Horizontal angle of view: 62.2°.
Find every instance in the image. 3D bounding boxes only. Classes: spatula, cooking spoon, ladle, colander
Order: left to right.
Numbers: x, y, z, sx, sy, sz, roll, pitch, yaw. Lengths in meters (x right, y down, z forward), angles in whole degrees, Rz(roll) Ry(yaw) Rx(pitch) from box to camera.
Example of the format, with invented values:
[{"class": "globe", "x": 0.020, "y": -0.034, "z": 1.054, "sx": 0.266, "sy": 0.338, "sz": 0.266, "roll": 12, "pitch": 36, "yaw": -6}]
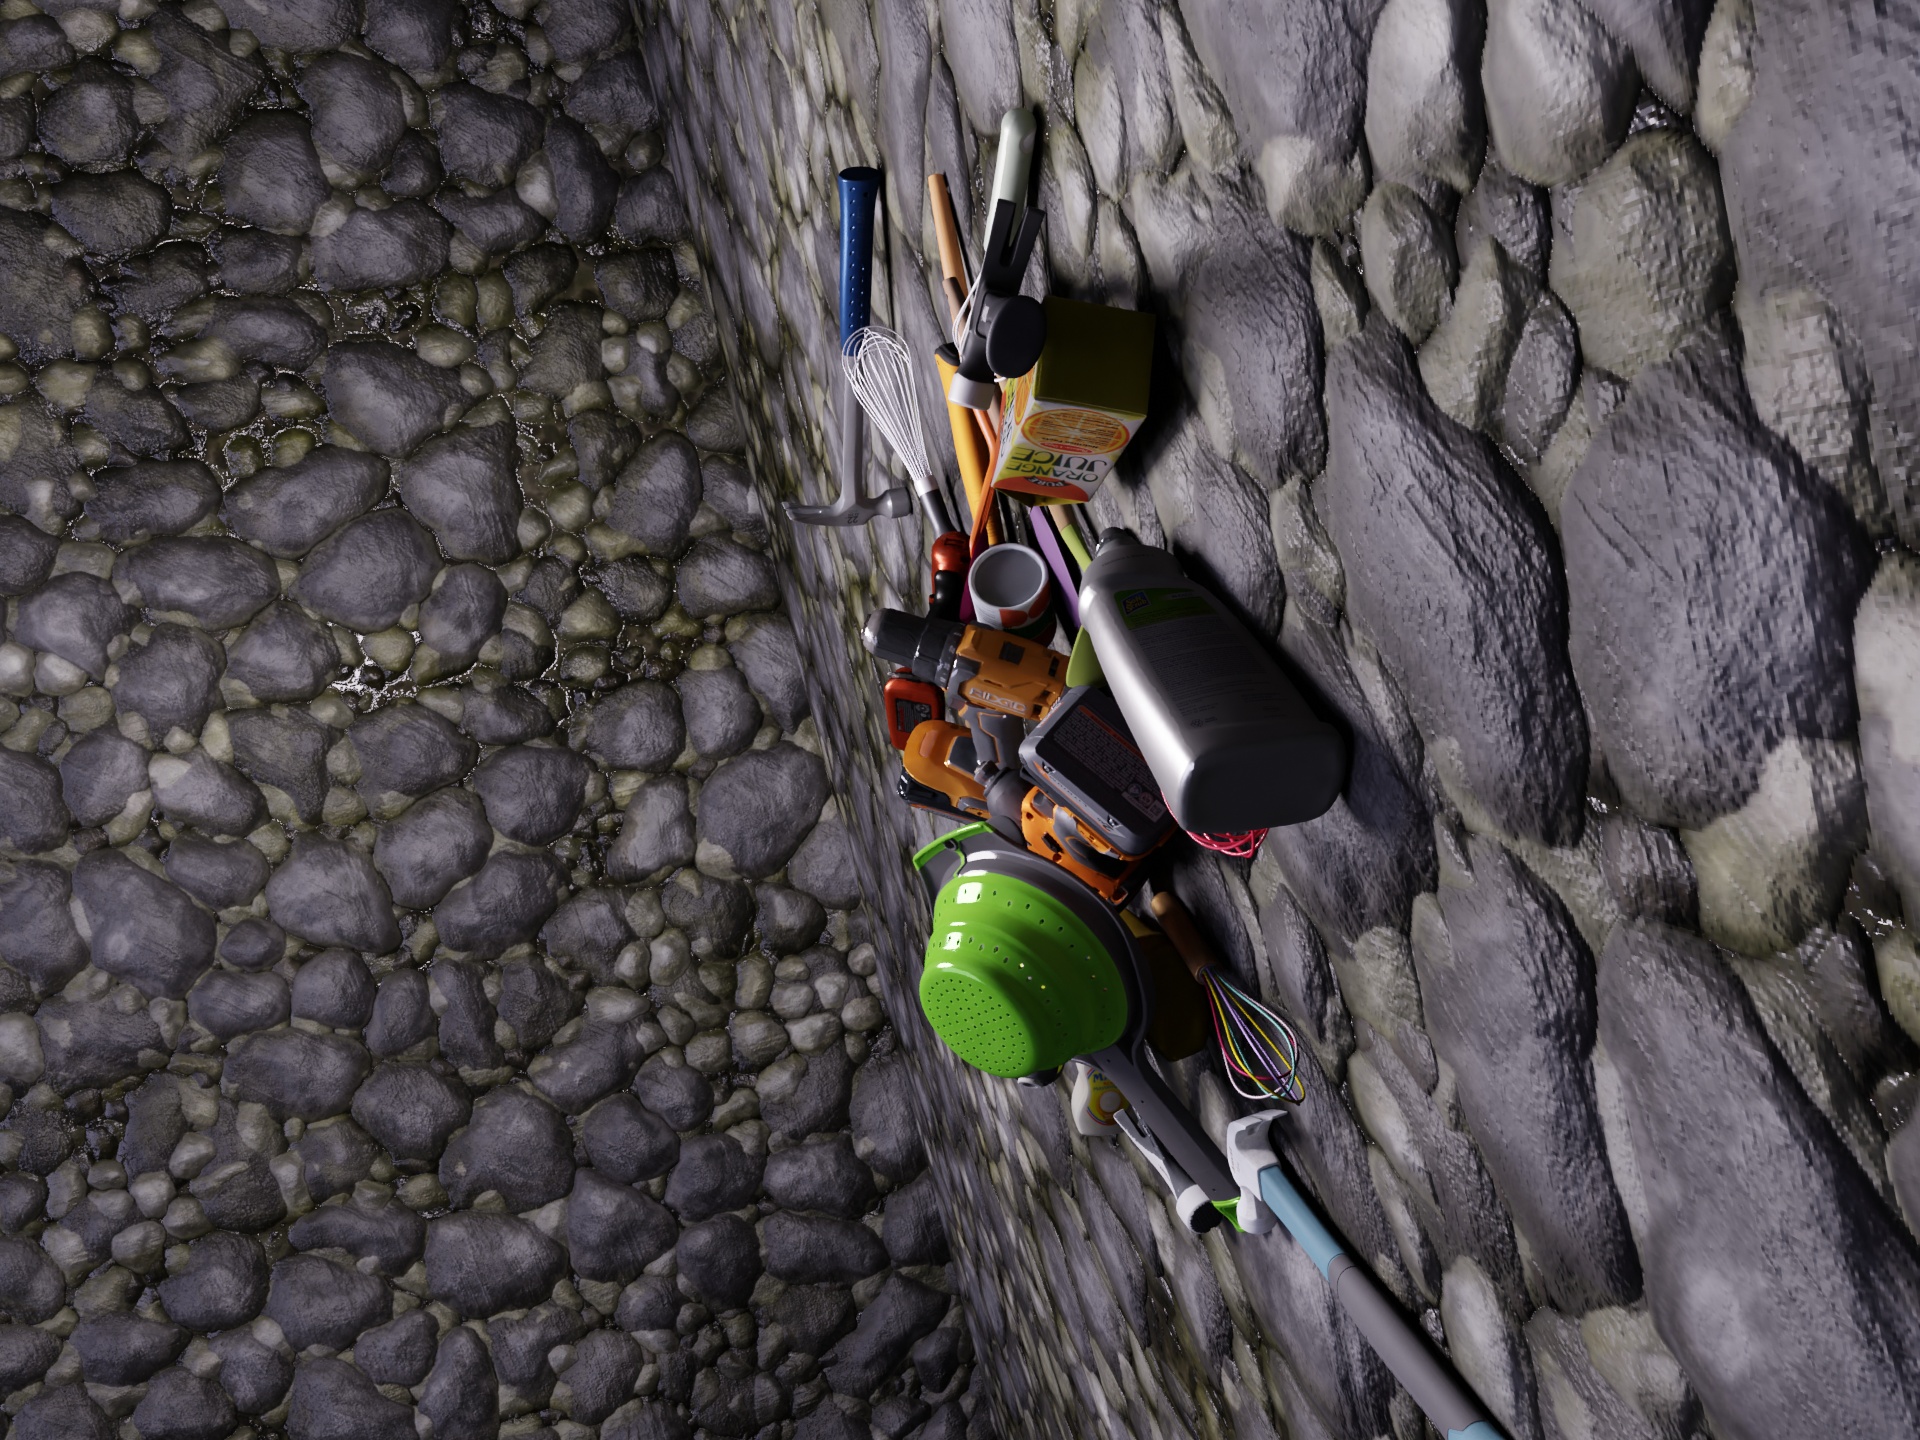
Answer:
[{"class": "spatula", "x": 0.000, "y": -0.298, "z": 1.342, "sx": 0.081, "sy": 0.041, "sz": 0.322, "roll": -32, "pitch": -69, "yaw": -84}, {"class": "cooking spoon", "x": 0.014, "y": -0.071, "z": 1.449, "sx": 0.318, "sy": 0.017, "sz": 0.069, "roll": 92, "pitch": -164, "yaw": -62}, {"class": "spatula", "x": 0.045, "y": -0.217, "z": 1.300, "sx": 0.059, "sy": 0.018, "sz": 0.316, "roll": 122, "pitch": 128, "yaw": -81}, {"class": "ladle", "x": 0.064, "y": -0.164, "z": 1.218, "sx": 0.078, "sy": 0.062, "sz": 0.320, "roll": 91, "pitch": 162, "yaw": -60}, {"class": "colander", "x": 0.088, "y": 0.263, "z": 1.205, "sx": 0.397, "sy": 0.094, "sz": 0.204, "roll": 51, "pitch": 141, "yaw": -6}]

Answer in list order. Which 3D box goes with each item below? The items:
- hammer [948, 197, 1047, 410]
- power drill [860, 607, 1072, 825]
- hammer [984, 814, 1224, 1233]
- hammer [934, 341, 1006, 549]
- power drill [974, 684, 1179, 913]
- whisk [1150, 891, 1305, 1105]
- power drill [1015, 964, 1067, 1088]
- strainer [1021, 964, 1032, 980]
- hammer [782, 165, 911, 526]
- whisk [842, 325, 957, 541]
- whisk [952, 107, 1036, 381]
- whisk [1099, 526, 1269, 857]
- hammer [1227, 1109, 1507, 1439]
[{"class": "hammer", "x": 0.028, "y": -0.258, "z": 1.006, "sx": 0.335, "sy": 0.035, "sz": 0.146, "roll": -96, "pitch": 20, "yaw": -74}, {"class": "power drill", "x": -0.002, "y": -0.004, "z": 1.358, "sx": 0.226, "sy": 0.185, "sz": 0.084, "roll": 105, "pitch": -175, "yaw": -56}, {"class": "hammer", "x": 0.108, "y": 0.242, "z": 1.307, "sx": 0.408, "sy": 0.036, "sz": 0.149, "roll": 63, "pitch": 172, "yaw": -27}, {"class": "hammer", "x": 0.026, "y": -0.171, "z": 1.433, "sx": 0.127, "sy": 0.034, "sz": 0.336, "roll": -152, "pitch": 48, "yaw": -73}, {"class": "power drill", "x": 0.085, "y": 0.060, "z": 1.209, "sx": 0.164, "sy": 0.084, "sz": 0.226, "roll": 40, "pitch": 160, "yaw": 10}, {"class": "whisk", "x": 0.184, "y": 0.191, "z": 1.138, "sx": 0.245, "sy": 0.047, "sz": 0.051, "roll": -119, "pitch": 26, "yaw": -60}, {"class": "power drill", "x": 0.077, "y": 0.264, "z": 1.485, "sx": 0.228, "sy": 0.080, "sz": 0.191, "roll": 97, "pitch": -173, "yaw": -66}, {"class": "strainer", "x": 0.080, "y": 0.182, "z": 1.367, "sx": 0.258, "sy": 0.050, "sz": 0.087, "roll": -63, "pitch": 15, "yaw": 0}, {"class": "hammer", "x": -0.116, "y": -0.373, "z": 1.659, "sx": 0.035, "sy": 0.144, "sz": 0.405, "roll": -120, "pitch": 25, "yaw": -43}, {"class": "whisk", "x": -0.044, "y": -0.266, "z": 1.599, "sx": 0.070, "sy": 0.070, "sz": 0.284, "roll": 143, "pitch": 106, "yaw": -77}, {"class": "whisk", "x": 0.028, "y": -0.345, "z": 1.180, "sx": 0.059, "sy": 0.058, "sz": 0.246, "roll": 36, "pitch": 149, "yaw": 17}, {"class": "whisk", "x": 0.139, "y": -0.029, "z": 1.044, "sx": 0.073, "sy": 0.073, "sz": 0.296, "roll": 88, "pitch": 168, "yaw": -48}, {"class": "hammer", "x": 0.258, "y": 0.373, "z": 1.048, "sx": 0.331, "sy": 0.033, "sz": 0.128, "roll": -131, "pitch": 27, "yaw": -64}]
